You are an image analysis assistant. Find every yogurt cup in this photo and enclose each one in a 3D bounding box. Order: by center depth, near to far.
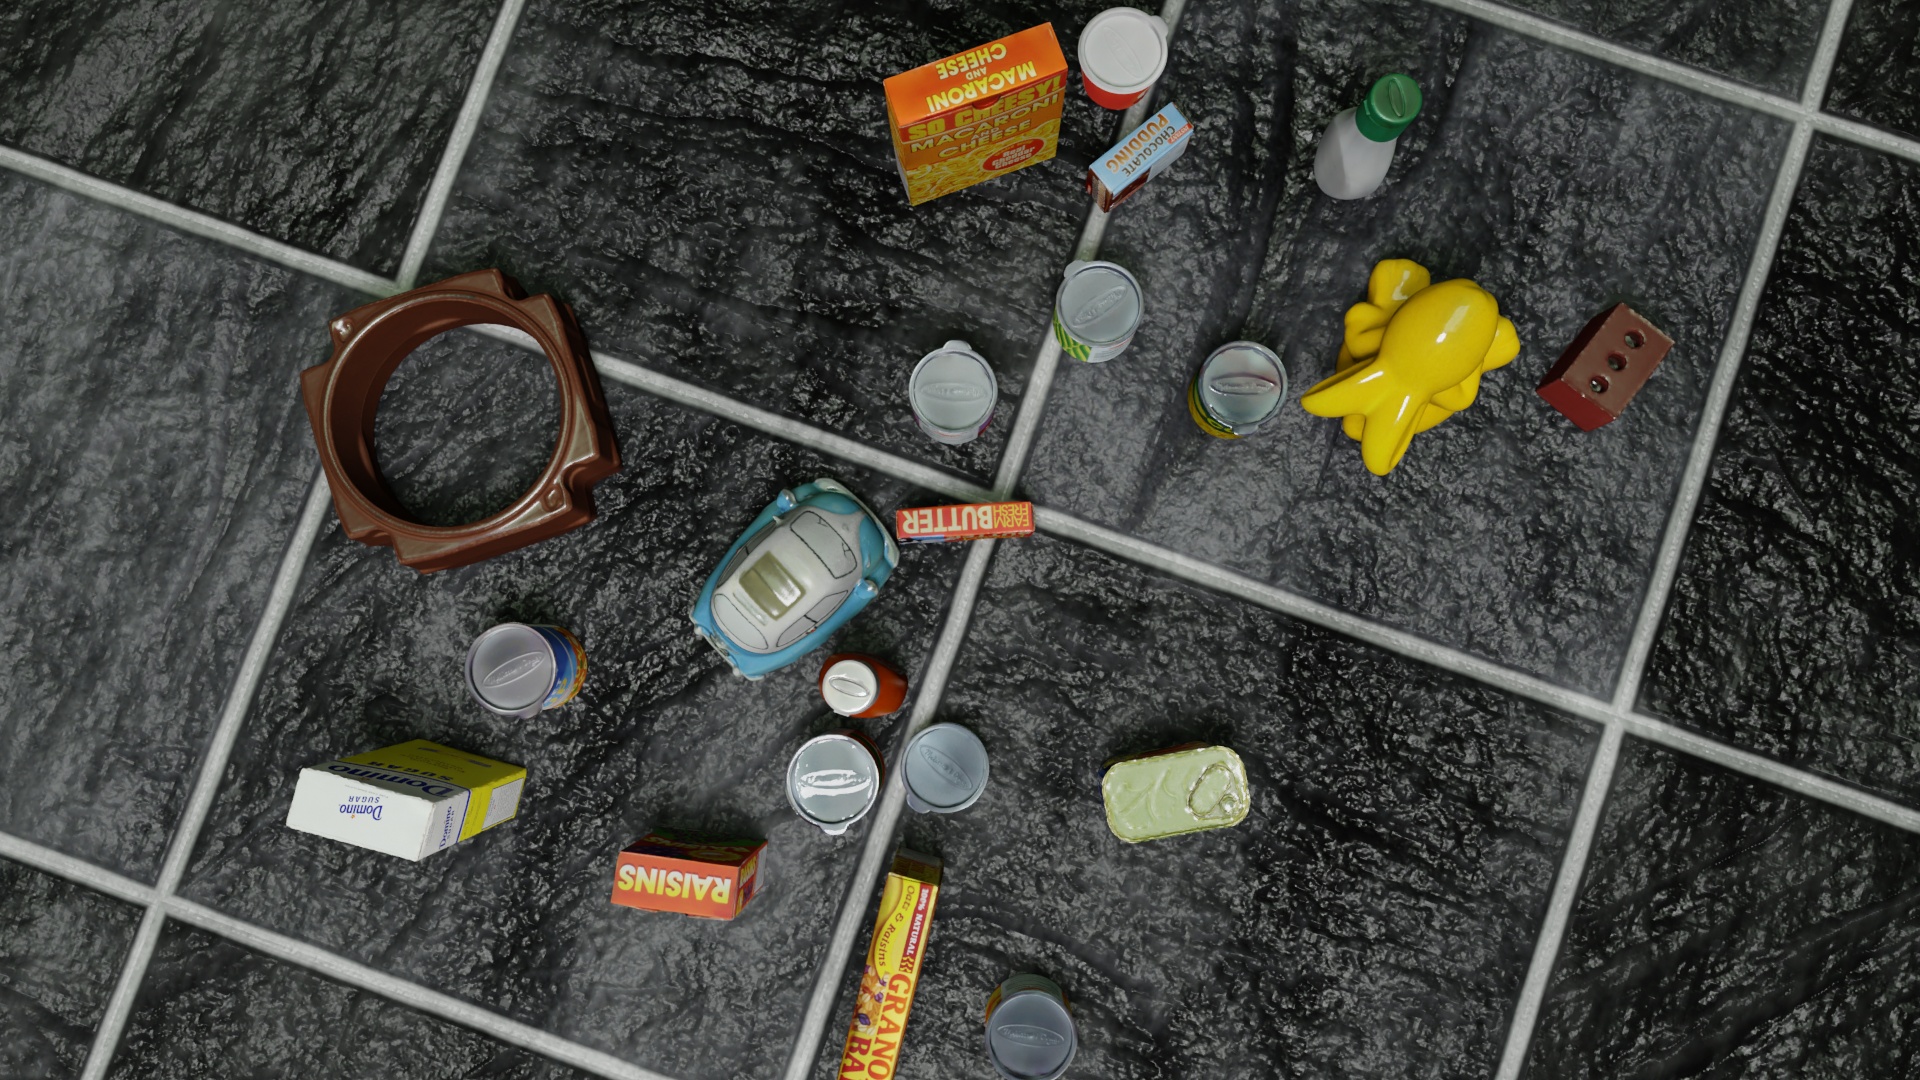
[{"bbox_3d":[0.124,-0.371,1.078,0.072,0.054,0.072,0,85,1],"label":"yogurt cup"}]

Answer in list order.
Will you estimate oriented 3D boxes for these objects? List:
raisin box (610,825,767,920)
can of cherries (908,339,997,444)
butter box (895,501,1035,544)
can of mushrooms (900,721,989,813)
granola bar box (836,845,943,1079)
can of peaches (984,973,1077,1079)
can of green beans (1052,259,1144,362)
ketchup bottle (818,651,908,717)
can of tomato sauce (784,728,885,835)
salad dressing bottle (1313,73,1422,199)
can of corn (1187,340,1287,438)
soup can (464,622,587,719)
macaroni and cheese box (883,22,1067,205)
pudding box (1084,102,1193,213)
[{"bbox_3d":[-0.191,0.237,0.995,0.086,0.123,0.040,8,86,1],"label":"raisin box"},{"bbox_3d":[-0.004,-0.112,1.055,0.071,0.058,0.071,0,85,1],"label":"can of cherries"},{"bbox_3d":[0.004,-0.013,1.050,0.103,0.053,0.024,-4,86,0],"label":"butter box"},{"bbox_3d":[-0.013,0.172,1.044,0.071,0.033,0.071,0,85,1],"label":"can of mushrooms"},{"bbox_3d":[-0.049,0.311,0.987,0.039,0.124,0.165,14,86,2],"label":"granola bar box"},{"bbox_3d":[0.050,0.358,1.015,0.071,0.058,0.071,0,85,1],"label":"can of peaches"},{"bbox_3d":[0.104,-0.174,1.060,0.071,0.058,0.071,0,85,1],"label":"can of green beans"},{"bbox_3d":[-0.073,0.103,0.993,0.065,0.148,0.043,18,86,2],"label":"ketchup bottle"},{"bbox_3d":[-0.090,0.175,1.020,0.071,0.083,0.071,0,86,1],"label":"can of tomato sauce"},{"bbox_3d":[0.299,-0.297,1.023,0.044,0.147,0.064,-10,86,0],"label":"salad dressing bottle"},{"bbox_3d":[0.209,-0.110,1.053,0.071,0.058,0.071,0,85,1],"label":"can of corn"},{"bbox_3d":[-0.319,0.097,1.028,0.071,0.083,0.071,0,86,1],"label":"soup can"},{"bbox_3d":[0.012,-0.307,1.018,0.124,0.166,0.040,-20,86,-1],"label":"macaroni and cheese box"},{"bbox_3d":[0.138,-0.295,1.074,0.084,0.049,0.030,-39,86,-2],"label":"pudding box"}]
